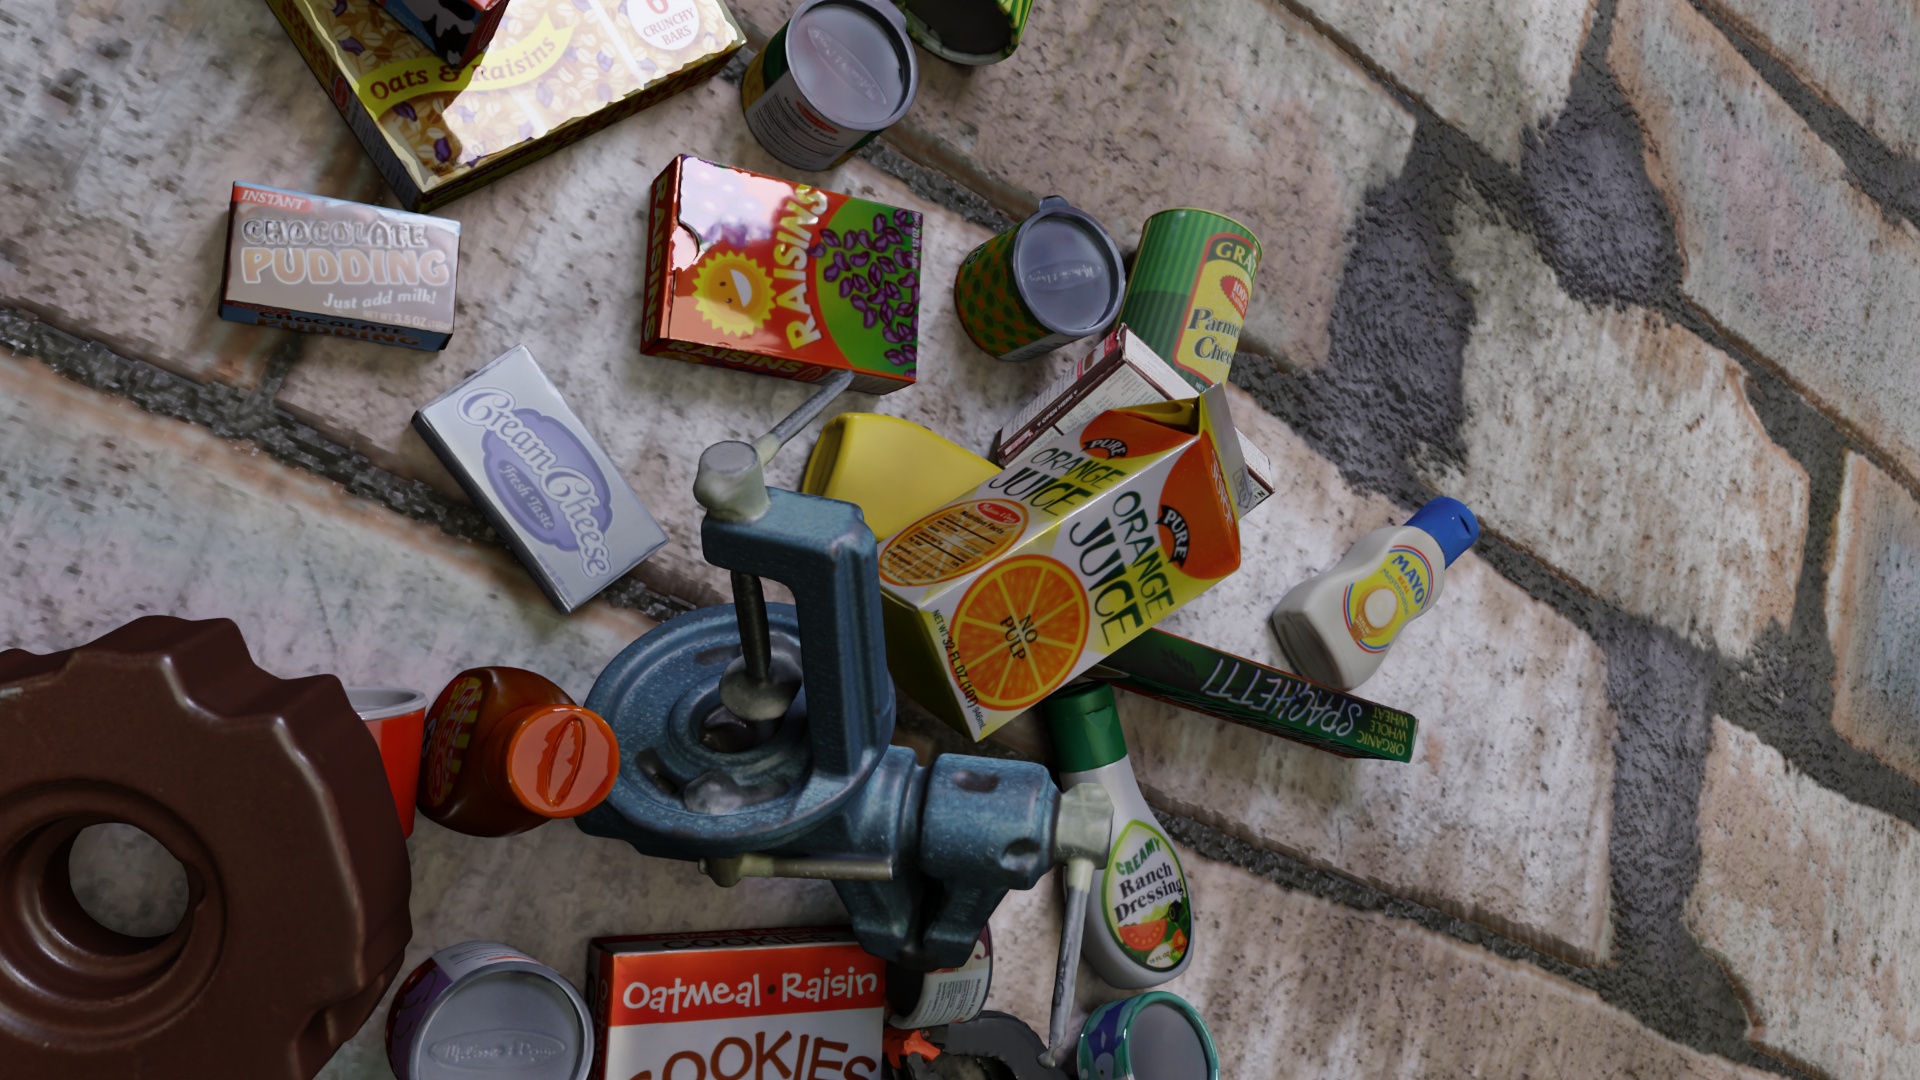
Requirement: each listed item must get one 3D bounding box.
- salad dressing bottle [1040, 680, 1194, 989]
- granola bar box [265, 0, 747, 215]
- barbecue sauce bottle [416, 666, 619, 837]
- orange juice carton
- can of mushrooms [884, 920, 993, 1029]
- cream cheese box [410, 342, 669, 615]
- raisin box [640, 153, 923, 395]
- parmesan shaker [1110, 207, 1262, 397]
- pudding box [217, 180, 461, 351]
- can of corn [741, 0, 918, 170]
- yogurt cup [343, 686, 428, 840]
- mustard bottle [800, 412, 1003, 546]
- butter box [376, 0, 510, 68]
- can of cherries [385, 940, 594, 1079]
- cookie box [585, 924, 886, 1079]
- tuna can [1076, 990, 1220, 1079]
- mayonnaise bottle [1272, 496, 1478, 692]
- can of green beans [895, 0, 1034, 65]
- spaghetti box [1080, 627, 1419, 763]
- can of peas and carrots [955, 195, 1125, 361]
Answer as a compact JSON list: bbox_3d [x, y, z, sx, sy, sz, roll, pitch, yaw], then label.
[{"bbox_3d":[0.075,0.145,0.693,0.064,0.044,0.147,-16,91,-31],"label":"salad dressing bottle"},{"bbox_3d":[-0.193,-0.229,0.589,0.166,0.039,0.124,-37,102,-28],"label":"granola bar box"},{"bbox_3d":[-0.162,0.077,0.502,0.043,0.148,0.065,20,75,-27],"label":"barbecue sauce bottle"},{"bbox_3d":[0.054,0.001,0.624,0.193,0.073,0.071,-31,117,-19],"label":"orange juice carton"},{"bbox_3d":[-0.016,0.181,0.623,0.033,0.071,0.071,3,82,-29],"label":"can of mushrooms"},{"bbox_3d":[-0.175,-0.025,0.580,0.053,0.024,0.103,-41,104,-28],"label":"cream cheese box"},{"bbox_3d":[-0.080,-0.119,0.640,0.123,0.040,0.086,7,81,-29],"label":"raisin box"},{"bbox_3d":[0.117,-0.114,0.741,0.071,0.071,0.103,26,72,-25],"label":"parmesan shaker"},{"bbox_3d":[-0.243,-0.107,0.548,0.084,0.030,0.050,6,80,-30],"label":"pudding box"},{"bbox_3d":[-0.061,-0.216,0.653,0.071,0.058,0.071,4,81,-30],"label":"can of corn"},{"bbox_3d":[-0.231,0.085,0.511,0.072,0.072,0.054,-2,93,-31],"label":"yogurt cup"},{"bbox_3d":[0.002,-0.008,0.668,0.160,0.048,0.065,23,77,-27],"label":"mustard bottle"},{"bbox_3d":[-0.219,-0.229,0.520,0.103,0.053,0.024,40,64,-19],"label":"butter box"},{"bbox_3d":[-0.181,0.192,0.528,0.071,0.058,0.071,4,82,-31],"label":"can of cherries"},{"bbox_3d":[-0.097,0.251,0.581,0.123,0.040,0.167,7,81,-30],"label":"cookie box"},{"bbox_3d":[0.092,0.250,0.667,0.071,0.032,0.071,22,52,-31],"label":"tuna can"},{"bbox_3d":[0.247,0.025,0.811,0.149,0.041,0.064,-36,99,-28],"label":"mayonnaise bottle"},{"bbox_3d":[0.006,-0.282,0.697,0.071,0.071,0.058,26,72,-25],"label":"can of green beans"},{"bbox_3d":[0.139,0.077,0.736,0.250,0.050,0.029,19,76,-27],"label":"spaghetti box"},{"bbox_3d":[0.038,-0.130,0.700,0.071,0.058,0.071,5,81,-30],"label":"can of peas and carrots"}]
